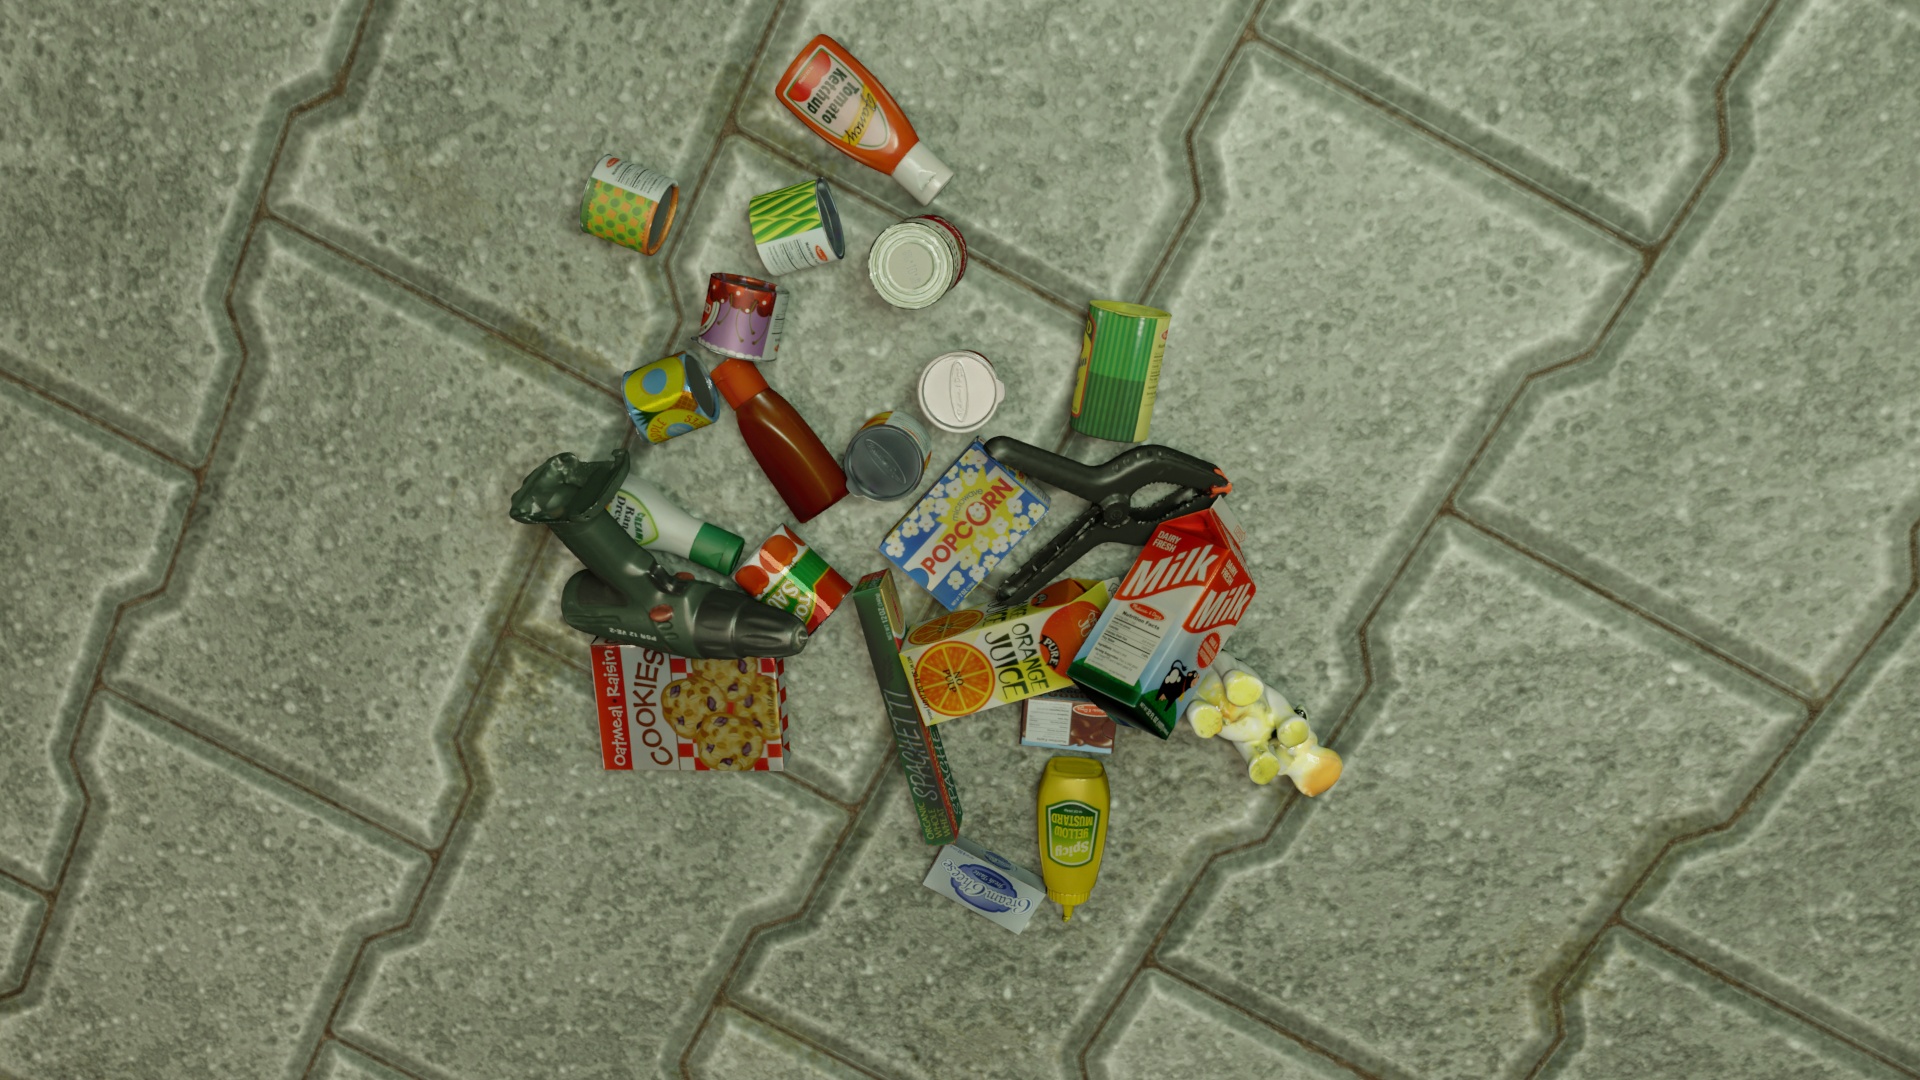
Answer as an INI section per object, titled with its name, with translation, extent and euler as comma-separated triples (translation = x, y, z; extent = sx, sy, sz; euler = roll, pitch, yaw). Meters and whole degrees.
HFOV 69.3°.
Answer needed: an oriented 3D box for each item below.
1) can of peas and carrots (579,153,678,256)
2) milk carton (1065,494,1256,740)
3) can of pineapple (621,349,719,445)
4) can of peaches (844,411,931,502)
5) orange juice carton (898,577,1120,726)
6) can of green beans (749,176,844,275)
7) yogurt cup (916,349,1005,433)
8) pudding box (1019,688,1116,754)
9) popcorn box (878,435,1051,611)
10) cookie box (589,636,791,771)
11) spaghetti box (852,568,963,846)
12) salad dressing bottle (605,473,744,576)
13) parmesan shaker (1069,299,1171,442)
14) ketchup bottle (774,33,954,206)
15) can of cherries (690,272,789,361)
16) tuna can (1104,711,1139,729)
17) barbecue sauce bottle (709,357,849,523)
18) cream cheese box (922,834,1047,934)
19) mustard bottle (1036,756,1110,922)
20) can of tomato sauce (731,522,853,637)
[can of peas and carrots]
translation = -0.267, -0.268, 1.121
extent = 0.059, 0.071, 0.070
euler = 20, 107, -1
[milk carton]
translation = 0.175, 0.057, 1.129
extent = 0.191, 0.073, 0.072
euler = -57, 139, -12
[can of pineapple]
translation = -0.240, -0.118, 1.158
extent = 0.058, 0.071, 0.071
euler = -19, 103, 11
[can of peaches]
translation = -0.061, -0.069, 1.159
extent = 0.071, 0.058, 0.071
euler = 2, 107, 5
[orange juice carton]
translation = 0.052, 0.089, 1.185
extent = 0.192, 0.073, 0.071
euler = -17, 104, 10
[can of green beans]
translation = -0.130, -0.250, 1.110
extent = 0.058, 0.071, 0.071
euler = -13, 104, 10
[yogurt cup]
translation = 0.001, -0.126, 1.138
extent = 0.072, 0.054, 0.072
euler = 2, 106, 6
[pudding box]
translation = 0.095, 0.158, 1.222
extent = 0.084, 0.030, 0.049
euler = 5, 105, 4
[popcorn box]
translation = 0.004, -0.015, 1.178
extent = 0.085, 0.038, 0.126
euler = 41, 105, -7
[cookie box]
translation = -0.242, 0.143, 1.248
extent = 0.167, 0.040, 0.122
euler = -1, 106, 5
[spaghetti box]
translation = -0.045, 0.150, 1.224
extent = 0.028, 0.050, 0.249
euler = -13, 104, 11
[salad dressing bottle]
translation = -0.261, -0.014, 1.203
extent = 0.148, 0.044, 0.064
euler = 22, 114, -1
[parmesan shaker]
translation = 0.126, -0.136, 1.114
extent = 0.071, 0.071, 0.102
euler = 10, 107, 3
[ketchup bottle]
translation = -0.071, -0.326, 1.095
extent = 0.149, 0.044, 0.064
euler = 41, 106, -7
[can of cherries]
translation = -0.180, -0.183, 1.133
extent = 0.071, 0.072, 0.058
euler = 15, 107, 1
[tuna can]
translation = 0.157, 0.130, 1.191
extent = 0.071, 0.033, 0.071
euler = 0, 91, -27
[barbecue sauce bottle]
translation = -0.154, -0.088, 1.166
extent = 0.064, 0.044, 0.148
euler = -29, 98, 49
[cream cheese box]
translation = 0.023, 0.315, 1.278
extent = 0.104, 0.024, 0.053
euler = 28, 108, -2
[mustard bottle]
translation = 0.100, 0.274, 1.245
extent = 0.065, 0.049, 0.159
euler = 2, 106, 7
[can of tomato sauce]
translation = -0.145, 0.037, 1.192
extent = 0.083, 0.071, 0.071
euler = 43, 106, -6
